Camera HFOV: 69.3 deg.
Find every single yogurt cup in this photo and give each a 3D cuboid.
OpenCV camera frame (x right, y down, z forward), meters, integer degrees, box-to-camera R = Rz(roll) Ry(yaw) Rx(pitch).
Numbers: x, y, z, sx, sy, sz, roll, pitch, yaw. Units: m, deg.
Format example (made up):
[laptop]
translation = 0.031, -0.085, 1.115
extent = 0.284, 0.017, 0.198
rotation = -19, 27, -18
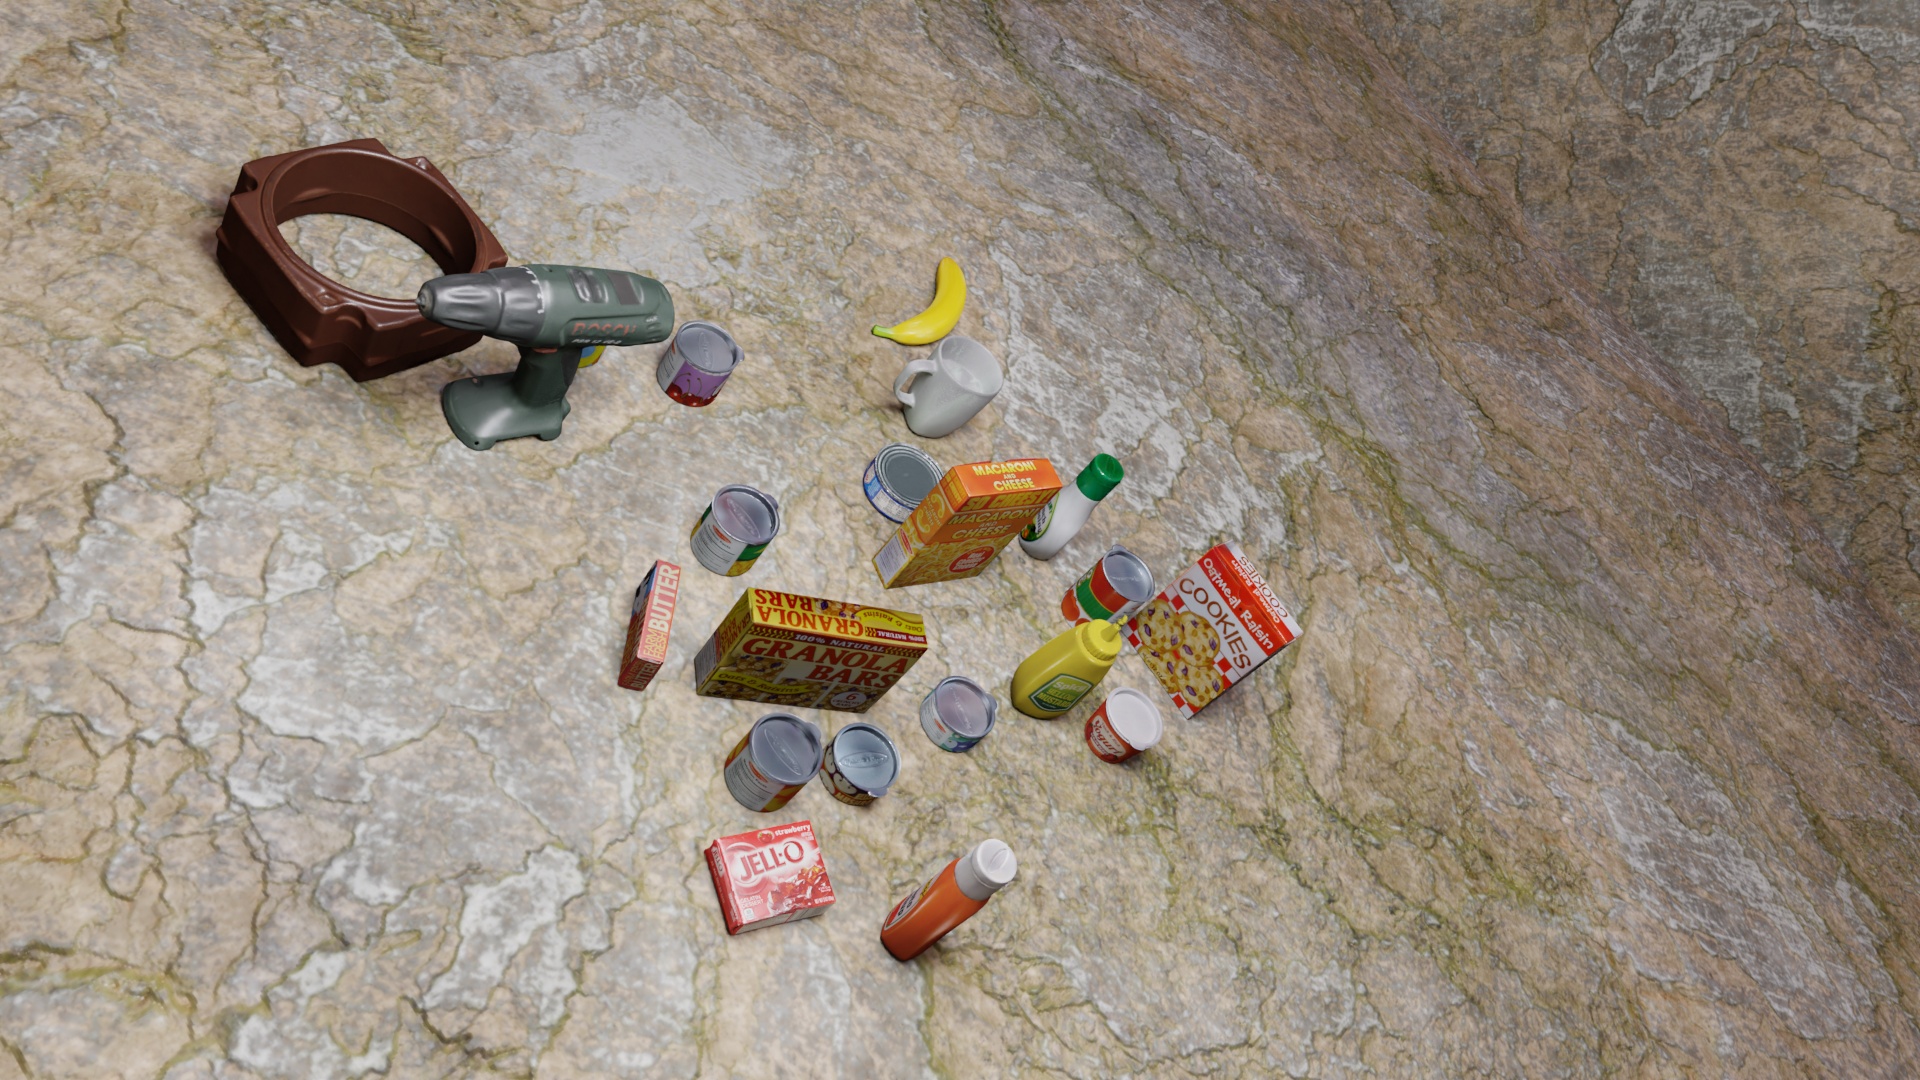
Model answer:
[yogurt cup]
translation = 0.161, 0.188, 1.395
extent = 0.072, 0.053, 0.073
rotation = 20, 47, -23

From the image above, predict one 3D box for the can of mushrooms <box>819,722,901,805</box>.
[can of mushrooms]
translation = -0.088, 0.199, 1.218
extent = 0.071, 0.033, 0.071
rotation = 20, 47, -23

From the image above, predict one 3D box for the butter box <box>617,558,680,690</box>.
[butter box]
translation = -0.263, 0.072, 1.178
extent = 0.024, 0.053, 0.104
rotation = 21, 46, -22

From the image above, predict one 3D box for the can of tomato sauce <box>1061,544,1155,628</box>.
[can of tomato sauce]
translation = 0.155, 0.056, 1.476
extent = 0.071, 0.082, 0.071
rotation = 20, 47, -23

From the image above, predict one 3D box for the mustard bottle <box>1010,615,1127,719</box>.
[mustard bottle]
translation = 0.110, 0.117, 1.337
extent = 0.065, 0.159, 0.049
rotation = 20, 47, -23

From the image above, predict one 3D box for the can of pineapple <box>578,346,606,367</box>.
[can of pineapple]
translation = -0.366, -0.208, 1.327
extent = 0.071, 0.057, 0.071
rotation = 20, 47, -23

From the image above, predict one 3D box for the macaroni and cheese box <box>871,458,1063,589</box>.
[macaroni and cheese box]
translation = 0.005, -0.017, 1.364
extent = 0.124, 0.165, 0.040
rotation = -7, 61, -40

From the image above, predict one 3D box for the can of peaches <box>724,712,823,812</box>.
[can of peaches]
translation = -0.155, 0.185, 1.162
extent = 0.071, 0.057, 0.071
rotation = 20, 47, -23

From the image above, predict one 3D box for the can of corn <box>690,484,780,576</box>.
[can of corn]
translation = -0.207, -0.010, 1.283
extent = 0.071, 0.058, 0.071
rotation = 20, 47, -23

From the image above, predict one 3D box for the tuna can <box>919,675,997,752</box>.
[tuna can]
translation = -0.001, 0.164, 1.311
extent = 0.071, 0.032, 0.071
rotation = 20, 47, -23

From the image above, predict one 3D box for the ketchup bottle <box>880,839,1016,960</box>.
[ketchup bottle]
translation = -0.007, 0.287, 1.120
extent = 0.043, 0.148, 0.065
rotation = 45, 42, 3

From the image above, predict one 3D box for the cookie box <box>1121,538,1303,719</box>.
[cookie box]
translation = 0.261, 0.095, 1.460
extent = 0.040, 0.166, 0.123
rotation = -22, 71, -45

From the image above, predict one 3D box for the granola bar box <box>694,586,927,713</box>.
[granola bar box]
translation = -0.130, 0.099, 1.202
extent = 0.166, 0.123, 0.039
rotation = 11, 51, -30

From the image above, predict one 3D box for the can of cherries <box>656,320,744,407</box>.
[can of cherries]
translation = -0.258, -0.174, 1.379
extent = 0.071, 0.058, 0.072
rotation = 20, 47, -23

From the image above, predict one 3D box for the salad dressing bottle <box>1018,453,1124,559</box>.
[salad dressing bottle]
translation = 0.118, -0.036, 1.477
extent = 0.044, 0.147, 0.064
rotation = 26, 45, -17
